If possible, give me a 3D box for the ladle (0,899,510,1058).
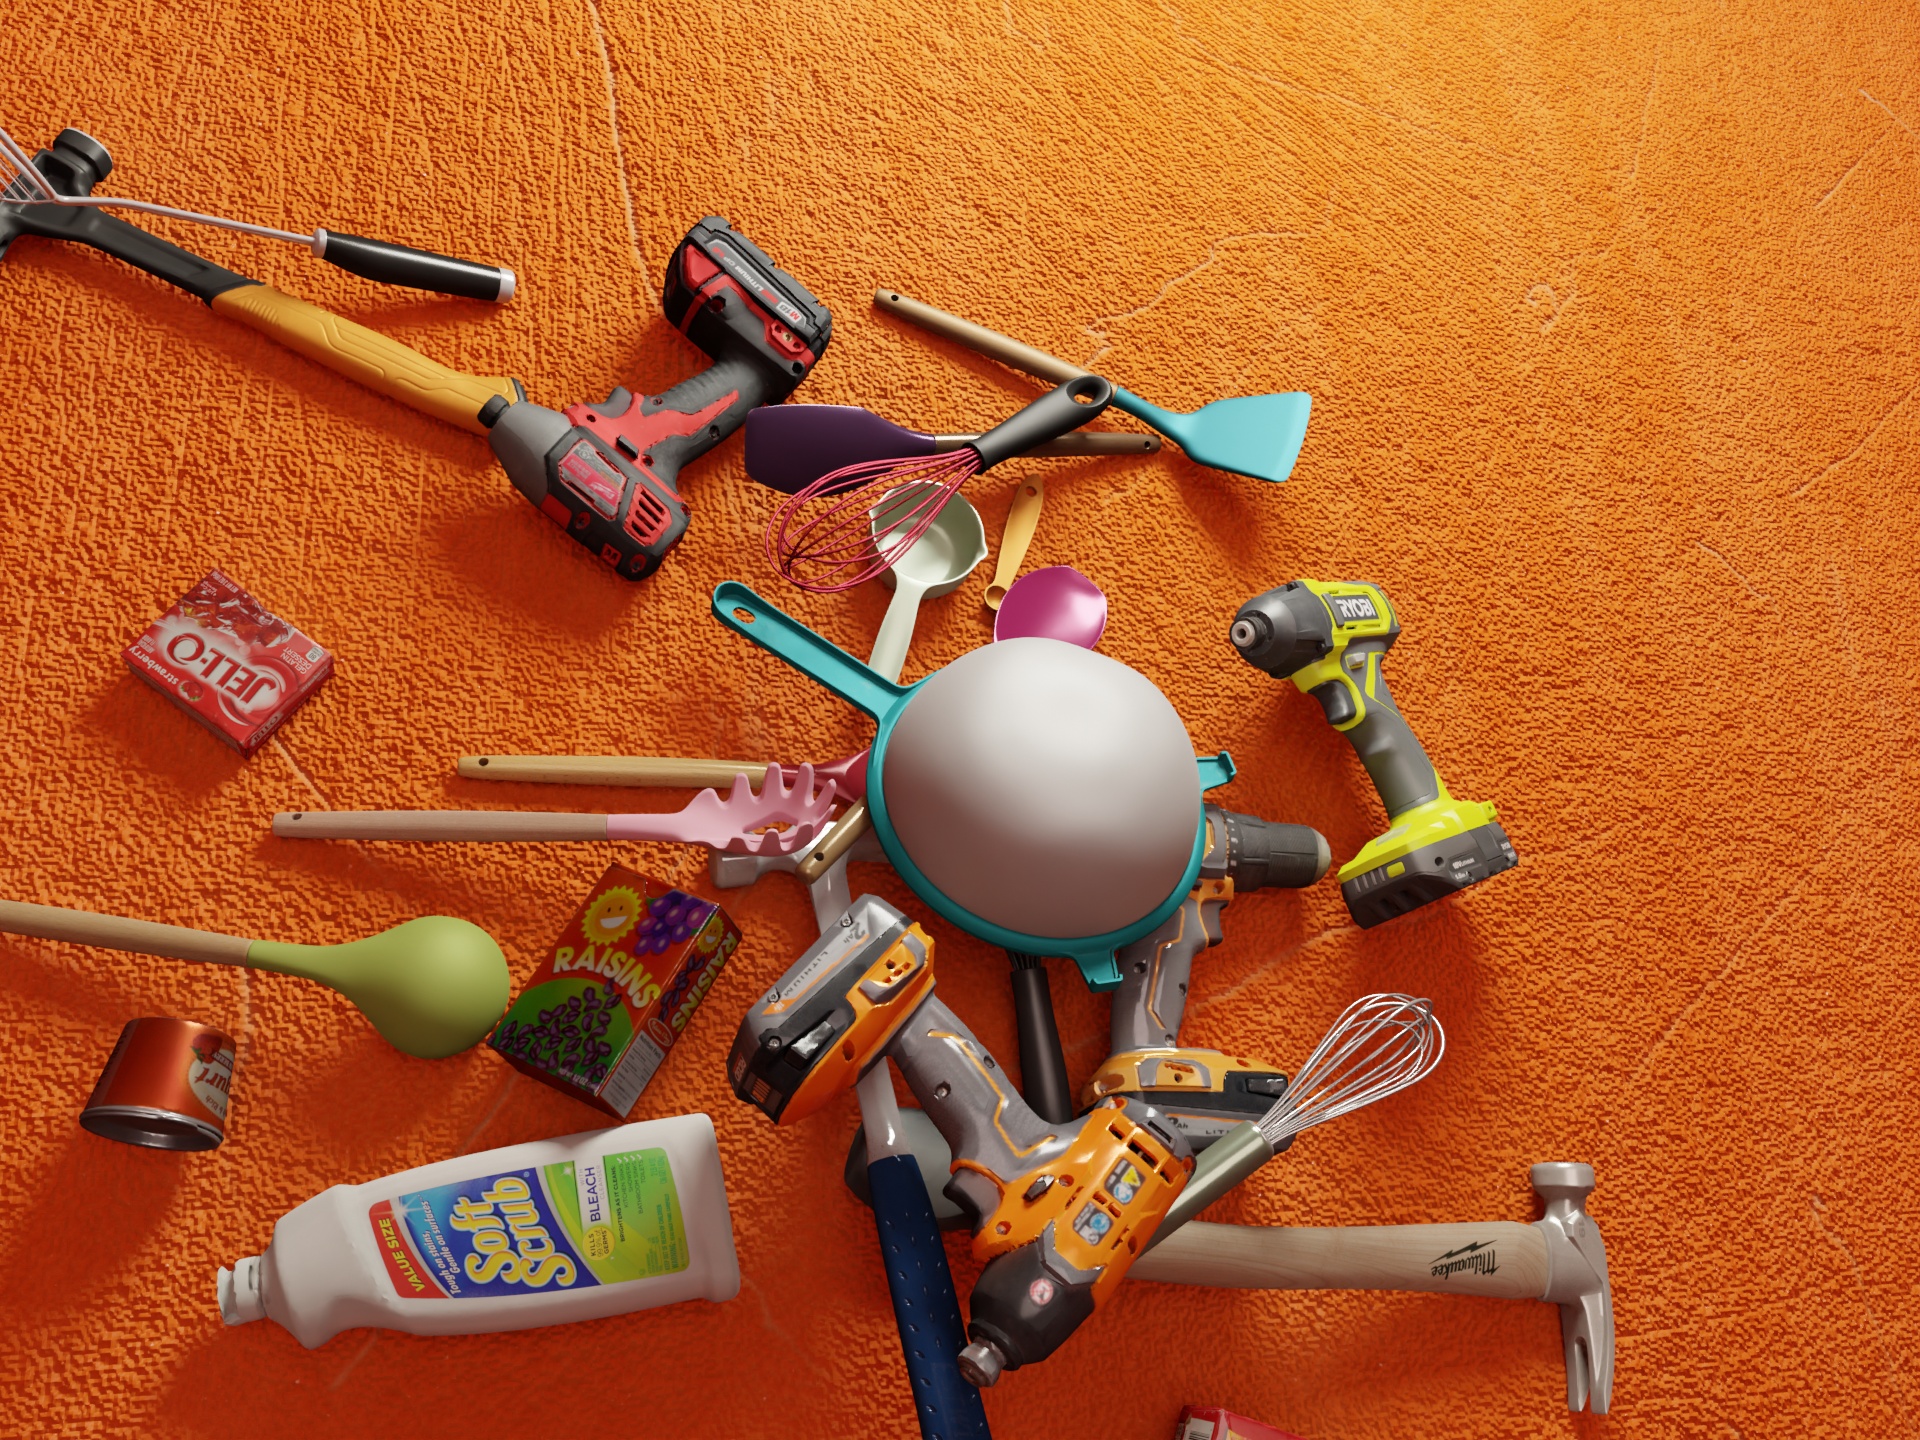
[{"bbox_3d":[-0.406,0.125,0.860,0.320,0.062,0.078,9,69,-4],"label":"ladle"}]

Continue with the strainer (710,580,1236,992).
[{"bbox_3d":[0.002,-0.009,0.932,0.340,0.095,0.211,32,54,6],"label":"strainer"}]

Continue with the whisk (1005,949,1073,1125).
[{"bbox_3d":[0.039,0.154,0.965,0.055,0.055,0.239,-5,75,-17],"label":"whisk"}]

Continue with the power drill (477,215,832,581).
[{"bbox_3d":[-0.194,-0.209,1.016,0.143,0.078,0.220,39,67,-9],"label":"power drill"}]

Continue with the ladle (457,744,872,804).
[{"bbox_3d":[-0.142,0.033,0.969,0.315,0.031,0.069,2,55,-13],"label":"ladle"}]

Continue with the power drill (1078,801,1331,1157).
[{"bbox_3d":[0.151,0.155,0.977,0.185,0.084,0.226,4,64,-15],"label":"power drill"}]

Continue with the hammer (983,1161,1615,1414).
[{"bbox_3d":[0.206,0.321,0.923,0.410,0.038,0.146,9,68,-19],"label":"hammer"}]

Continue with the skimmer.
[{"bbox_3d":[-0.443,-0.329,0.950,0.363,0.127,0.090,5,102,-33],"label":"skimmer"}]

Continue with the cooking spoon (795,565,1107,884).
[{"bbox_3d":[-0.002,-0.003,1.001,0.069,0.017,0.319,40,53,5],"label":"cooking spoon"}]

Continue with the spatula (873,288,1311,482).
[{"bbox_3d":[0.088,-0.247,1.124,0.317,0.044,0.082,22,66,-1],"label":"spatula"}]

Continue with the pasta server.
[{"bbox_3d":[-0.230,0.055,0.909,0.316,0.040,0.060,1,38,-5],"label":"pasta server"}]

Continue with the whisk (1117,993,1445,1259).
[{"bbox_3d":[0.171,0.228,0.882,0.246,0.059,0.058,-31,52,-16],"label":"whisk"}]

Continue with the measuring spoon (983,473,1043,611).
[{"bbox_3d":[0.037,-0.122,1.090,0.021,0.011,0.117,24,61,-12],"label":"measuring spoon"}]

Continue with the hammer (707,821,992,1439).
[{"bbox_3d":[-0.034,0.228,0.865,0.144,0.035,0.406,-4,55,-19],"label":"hammer"}]

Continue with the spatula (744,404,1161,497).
[{"bbox_3d":[0.003,-0.183,1.072,0.315,0.018,0.059,-6,109,-28],"label":"spatula"}]

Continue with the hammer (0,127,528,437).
[{"bbox_3d":[-0.434,-0.250,0.994,0.337,0.034,0.127,24,64,-6],"label":"hammer"}]

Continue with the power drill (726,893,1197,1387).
[{"bbox_3d":[-0.009,0.214,0.811,0.226,0.084,0.164,39,54,10],"label":"power drill"}]

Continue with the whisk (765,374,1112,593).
[{"bbox_3d":[-0.006,-0.160,1.026,0.296,0.073,0.073,-33,81,-30],"label":"whisk"}]

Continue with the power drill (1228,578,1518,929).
[{"bbox_3d":[0.260,0.014,1.034,0.171,0.080,0.223,-7,69,-50],"label":"power drill"}]

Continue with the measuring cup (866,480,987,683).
[{"bbox_3d":[-0.037,-0.077,1.036,0.083,0.038,0.168,20,67,-7],"label":"measuring cup"}]
